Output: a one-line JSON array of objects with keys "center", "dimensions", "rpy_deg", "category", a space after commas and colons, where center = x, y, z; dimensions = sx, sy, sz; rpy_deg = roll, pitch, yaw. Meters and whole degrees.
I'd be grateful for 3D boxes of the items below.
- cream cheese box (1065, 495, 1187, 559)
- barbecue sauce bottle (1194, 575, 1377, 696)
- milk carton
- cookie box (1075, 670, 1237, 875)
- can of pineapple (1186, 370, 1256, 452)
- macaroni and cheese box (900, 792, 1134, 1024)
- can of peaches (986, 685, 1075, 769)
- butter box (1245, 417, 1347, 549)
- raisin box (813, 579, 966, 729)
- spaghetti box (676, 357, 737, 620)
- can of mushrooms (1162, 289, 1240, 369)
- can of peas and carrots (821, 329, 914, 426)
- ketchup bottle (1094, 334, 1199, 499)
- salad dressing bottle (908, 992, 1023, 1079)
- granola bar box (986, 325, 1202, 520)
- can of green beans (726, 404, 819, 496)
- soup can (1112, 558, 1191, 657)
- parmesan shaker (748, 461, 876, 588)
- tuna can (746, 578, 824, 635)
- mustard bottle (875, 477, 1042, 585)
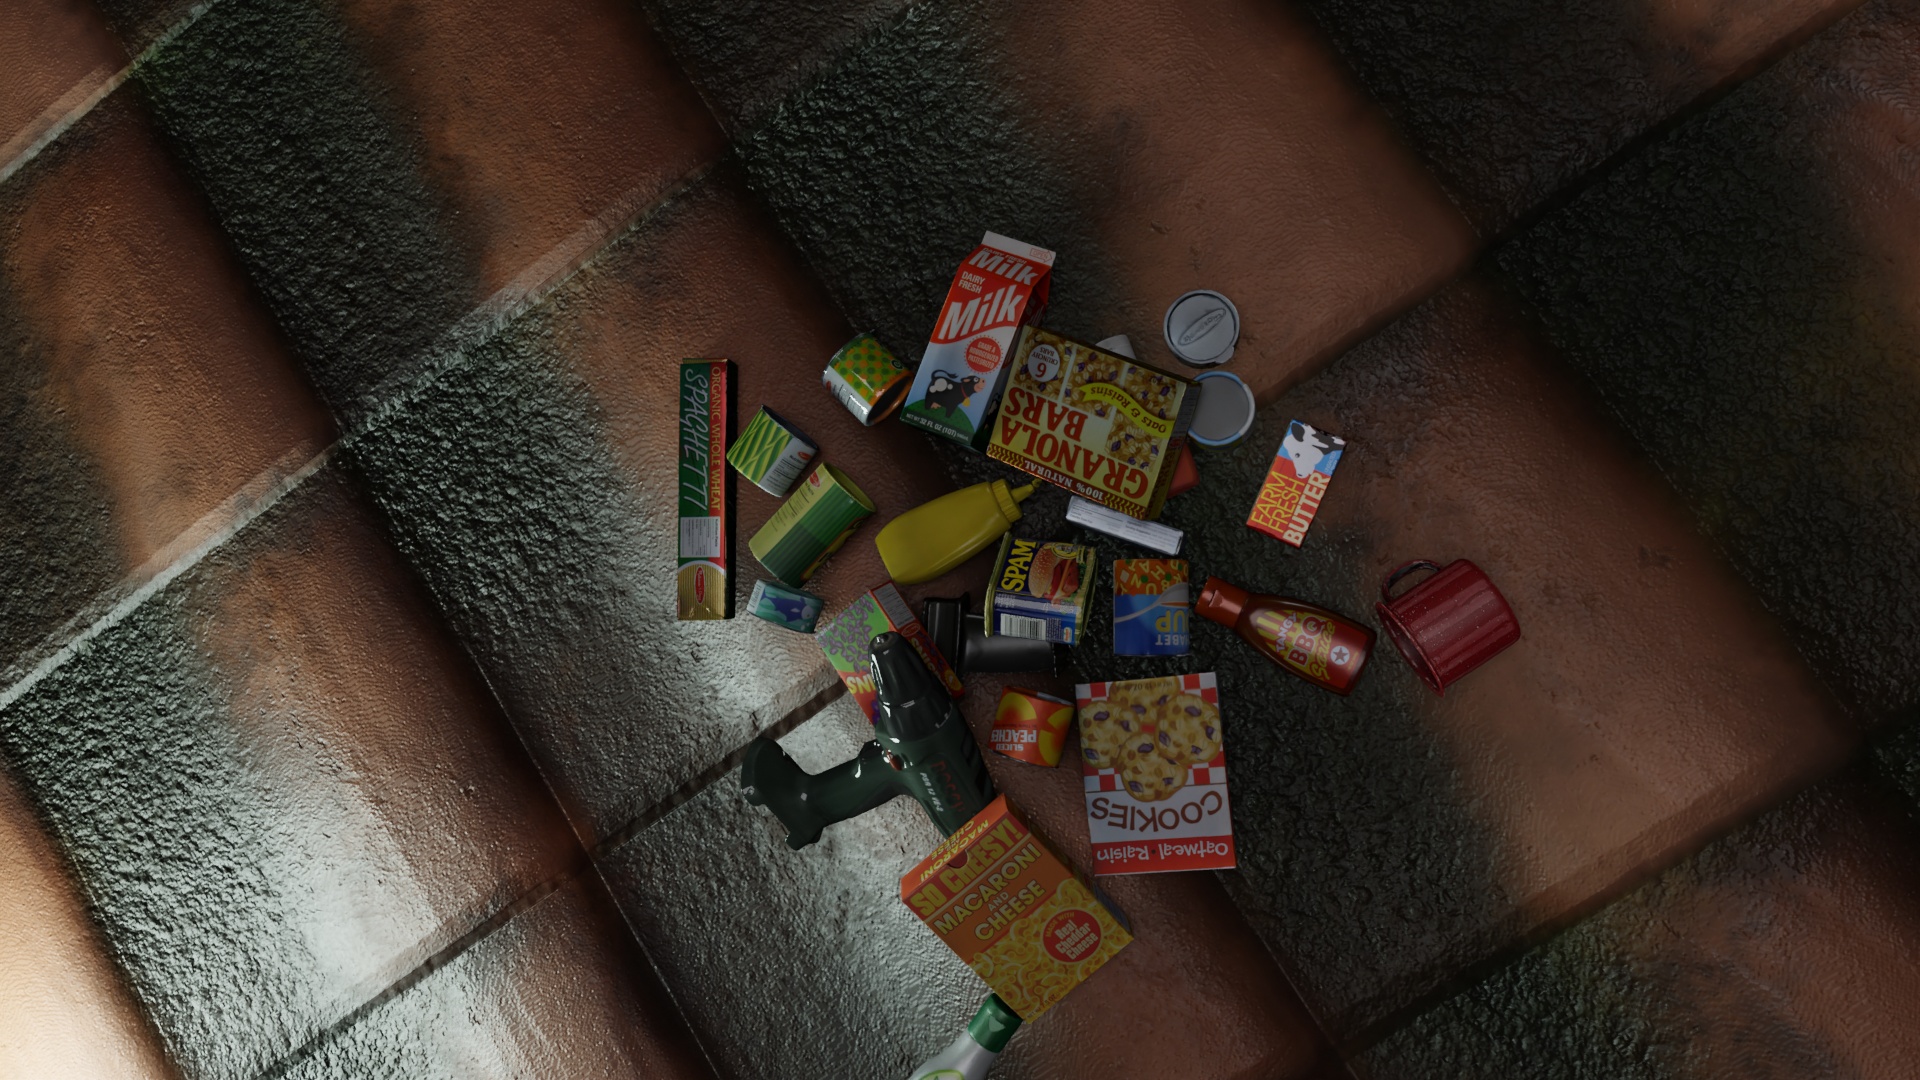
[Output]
[{"center": [0.146, -0.011, 1.220], "dimensions": [0.104, 0.053, 0.024], "rpy_deg": [19, 90, 13], "category": "cream cheese box"}, {"center": [0.276, 0.076, 1.191], "dimensions": [0.149, 0.043, 0.065], "rpy_deg": [25, 93, 13], "category": "barbecue sauce bottle"}, {"center": [0.020, -0.180, 1.248], "dimensions": [0.072, 0.073, 0.190], "rpy_deg": [21, 91, 14], "category": "milk carton"}, {"center": [0.170, 0.203, 1.209], "dimensions": [0.123, 0.040, 0.167], "rpy_deg": [-6, 84, 12], "category": "cookie box"}, {"center": [0.221, -0.112, 1.207], "dimensions": [0.071, 0.058, 0.071], "rpy_deg": [-1, 87, 13], "category": "can of pineapple"}, {"center": [0.049, 0.318, 1.197], "dimensions": [0.123, 0.040, 0.166], "rpy_deg": [-42, 103, 7], "category": "macaroni and cheese box"}, {"center": [0.061, 0.163, 1.219], "dimensions": [0.071, 0.071, 0.058], "rpy_deg": [16, 90, 13], "category": "can of peaches"}, {"center": [0.291, -0.049, 1.205], "dimensions": [0.053, 0.024, 0.103], "rpy_deg": [24, 92, 13], "category": "butter box"}, {"center": [-0.064, 0.110, 1.247], "dimensions": [0.085, 0.040, 0.123], "rpy_deg": [-37, 84, 32], "category": "raisin box"}, {"center": [-0.240, -0.049, 1.320], "dimensions": [0.050, 0.028, 0.250], "rpy_deg": [-1, 86, 13], "category": "spaghetti box"}, {"center": [0.215, -0.184, 1.226], "dimensions": [0.071, 0.033, 0.071], "rpy_deg": [-1, 86, 12], "category": "can of mushrooms"}, {"center": [-0.082, -0.149, 1.273], "dimensions": [0.059, 0.071, 0.071], "rpy_deg": [44, 97, 11], "category": "can of peas and carrots"}, {"center": [0.157, -0.108, 1.228], "dimensions": [0.064, 0.043, 0.149], "rpy_deg": [-23, 82, 19], "category": "ketchup bottle"}, {"center": [0.000, 0.469, 1.228], "dimensions": [0.064, 0.044, 0.147], "rpy_deg": [36, 94, 11], "category": "salad dressing bottle"}, {"center": [0.114, -0.104, 1.205], "dimensions": [0.166, 0.039, 0.123], "rpy_deg": [25, 107, 30], "category": "granola bar box"}, {"center": [-0.175, -0.082, 1.289], "dimensions": [0.071, 0.071, 0.058], "rpy_deg": [39, 96, 12], "category": "can of green beans"}, {"center": [0.168, 0.059, 1.203], "dimensions": [0.071, 0.071, 0.084], "rpy_deg": [0, 87, 13], "category": "soup can"}, {"center": [-0.137, -0.014, 1.279], "dimensions": [0.071, 0.071, 0.103], "rpy_deg": [45, 98, 11], "category": "parmesan shaker"}, {"center": [-0.158, 0.061, 1.277], "dimensions": [0.071, 0.071, 0.033], "rpy_deg": [20, 91, 13], "category": "tuna can"}, {"center": [0.004, -0.016, 1.254], "dimensions": [0.160, 0.049, 0.065], "rpy_deg": [-26, 81, 9], "category": "mustard bottle"}]
